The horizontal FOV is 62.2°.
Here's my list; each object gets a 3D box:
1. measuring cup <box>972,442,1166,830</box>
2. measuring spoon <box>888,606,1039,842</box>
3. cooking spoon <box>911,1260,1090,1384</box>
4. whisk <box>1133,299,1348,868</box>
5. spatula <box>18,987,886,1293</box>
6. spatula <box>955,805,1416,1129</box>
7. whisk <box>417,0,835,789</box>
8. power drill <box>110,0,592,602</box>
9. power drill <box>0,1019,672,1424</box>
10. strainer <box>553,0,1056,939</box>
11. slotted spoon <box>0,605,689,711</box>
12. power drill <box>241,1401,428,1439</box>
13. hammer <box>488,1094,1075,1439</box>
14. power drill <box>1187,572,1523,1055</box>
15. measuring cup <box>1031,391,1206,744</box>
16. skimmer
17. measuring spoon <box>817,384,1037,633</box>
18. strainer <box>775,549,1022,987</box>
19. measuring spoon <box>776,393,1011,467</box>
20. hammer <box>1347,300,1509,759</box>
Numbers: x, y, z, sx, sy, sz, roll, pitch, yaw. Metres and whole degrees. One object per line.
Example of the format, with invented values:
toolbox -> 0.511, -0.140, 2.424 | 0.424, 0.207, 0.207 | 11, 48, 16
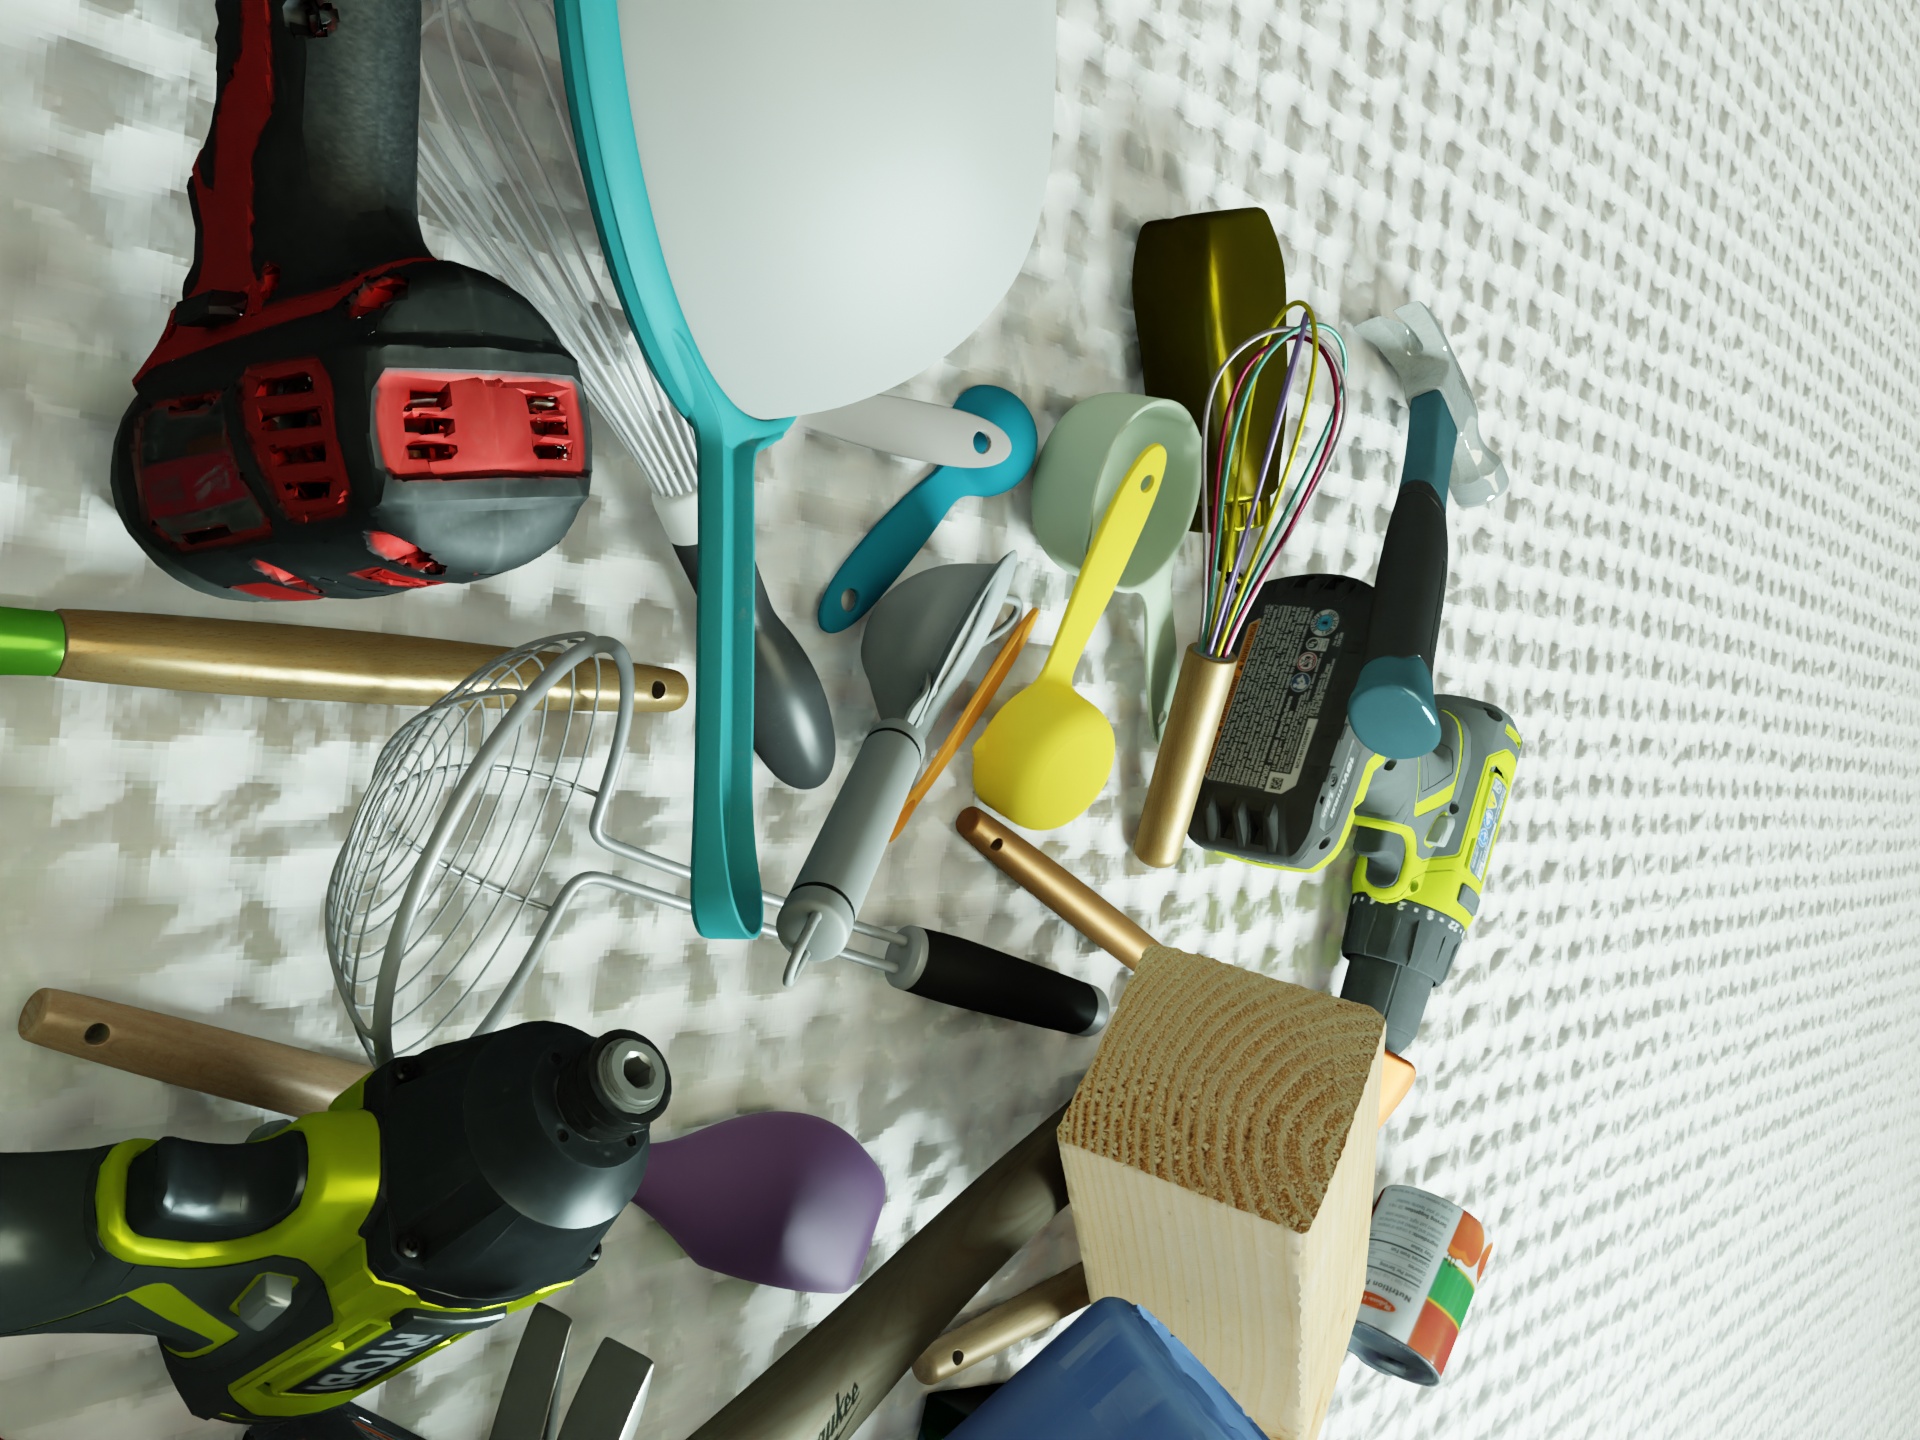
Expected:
measuring cup -> 0.052, -0.027, 0.600 | 0.062, 0.029, 0.156 | 1, 118, -45
measuring spoon -> -0.001, -0.002, 0.601 | 0.117, 0.011, 0.021 | -56, 168, -28
cooking spoon -> 0.094, 0.239, 0.731 | 0.318, 0.017, 0.069 | -6, 86, -46
whisk -> 0.108, -0.049, 0.650 | 0.051, 0.047, 0.244 | -11, 123, -41
spatula -> -0.124, 0.127, 0.482 | 0.315, 0.018, 0.060 | 33, 71, -46
spatula -> 0.101, 0.120, 0.704 | 0.081, 0.041, 0.322 | -48, 130, 2
whisk -> -0.089, -0.091, 0.464 | 0.070, 0.070, 0.284 | -45, 131, -33
power drill -> -0.150, -0.134, 0.337 | 0.078, 0.143, 0.219 | -11, 97, -50
power drill -> -0.182, 0.093, 0.313 | 0.223, 0.171, 0.080 | 19, 46, -43
strainer -> -0.023, -0.115, 0.412 | 0.211, 0.095, 0.340 | 29, 60, -79
slotted spoon -> -0.192, -0.014, 0.384 | 0.313, 0.031, 0.070 | 3, 93, -49
power drill -> -0.195, 0.292, 0.386 | 0.226, 0.084, 0.164 | -56, 131, -21
hammer -> -0.005, 0.171, 0.516 | 0.410, 0.038, 0.146 | -17, 120, -62
power drill -> 0.195, 0.050, 0.772 | 0.228, 0.080, 0.191 | 36, 69, -46
measuring cup -> 0.066, -0.058, 0.654 | 0.083, 0.038, 0.167 | -43, 139, -32
skimmer -> -0.038, 0.075, 0.512 | 0.363, 0.090, 0.127 | 26, 85, -47
measuring spoon -> -0.008, -0.075, 0.574 | 0.129, 0.021, 0.042 | -52, 129, -29
strainer -> -0.021, 0.004, 0.496 | 0.259, 0.050, 0.086 | -69, -176, -63
measuring spoon -> -0.028, -0.103, 0.539 | 0.124, 0.018, 0.034 | 4, 92, -37
hammer -> 0.205, -0.088, 0.708 | 0.128, 0.033, 0.331 | 58, 32, -22
